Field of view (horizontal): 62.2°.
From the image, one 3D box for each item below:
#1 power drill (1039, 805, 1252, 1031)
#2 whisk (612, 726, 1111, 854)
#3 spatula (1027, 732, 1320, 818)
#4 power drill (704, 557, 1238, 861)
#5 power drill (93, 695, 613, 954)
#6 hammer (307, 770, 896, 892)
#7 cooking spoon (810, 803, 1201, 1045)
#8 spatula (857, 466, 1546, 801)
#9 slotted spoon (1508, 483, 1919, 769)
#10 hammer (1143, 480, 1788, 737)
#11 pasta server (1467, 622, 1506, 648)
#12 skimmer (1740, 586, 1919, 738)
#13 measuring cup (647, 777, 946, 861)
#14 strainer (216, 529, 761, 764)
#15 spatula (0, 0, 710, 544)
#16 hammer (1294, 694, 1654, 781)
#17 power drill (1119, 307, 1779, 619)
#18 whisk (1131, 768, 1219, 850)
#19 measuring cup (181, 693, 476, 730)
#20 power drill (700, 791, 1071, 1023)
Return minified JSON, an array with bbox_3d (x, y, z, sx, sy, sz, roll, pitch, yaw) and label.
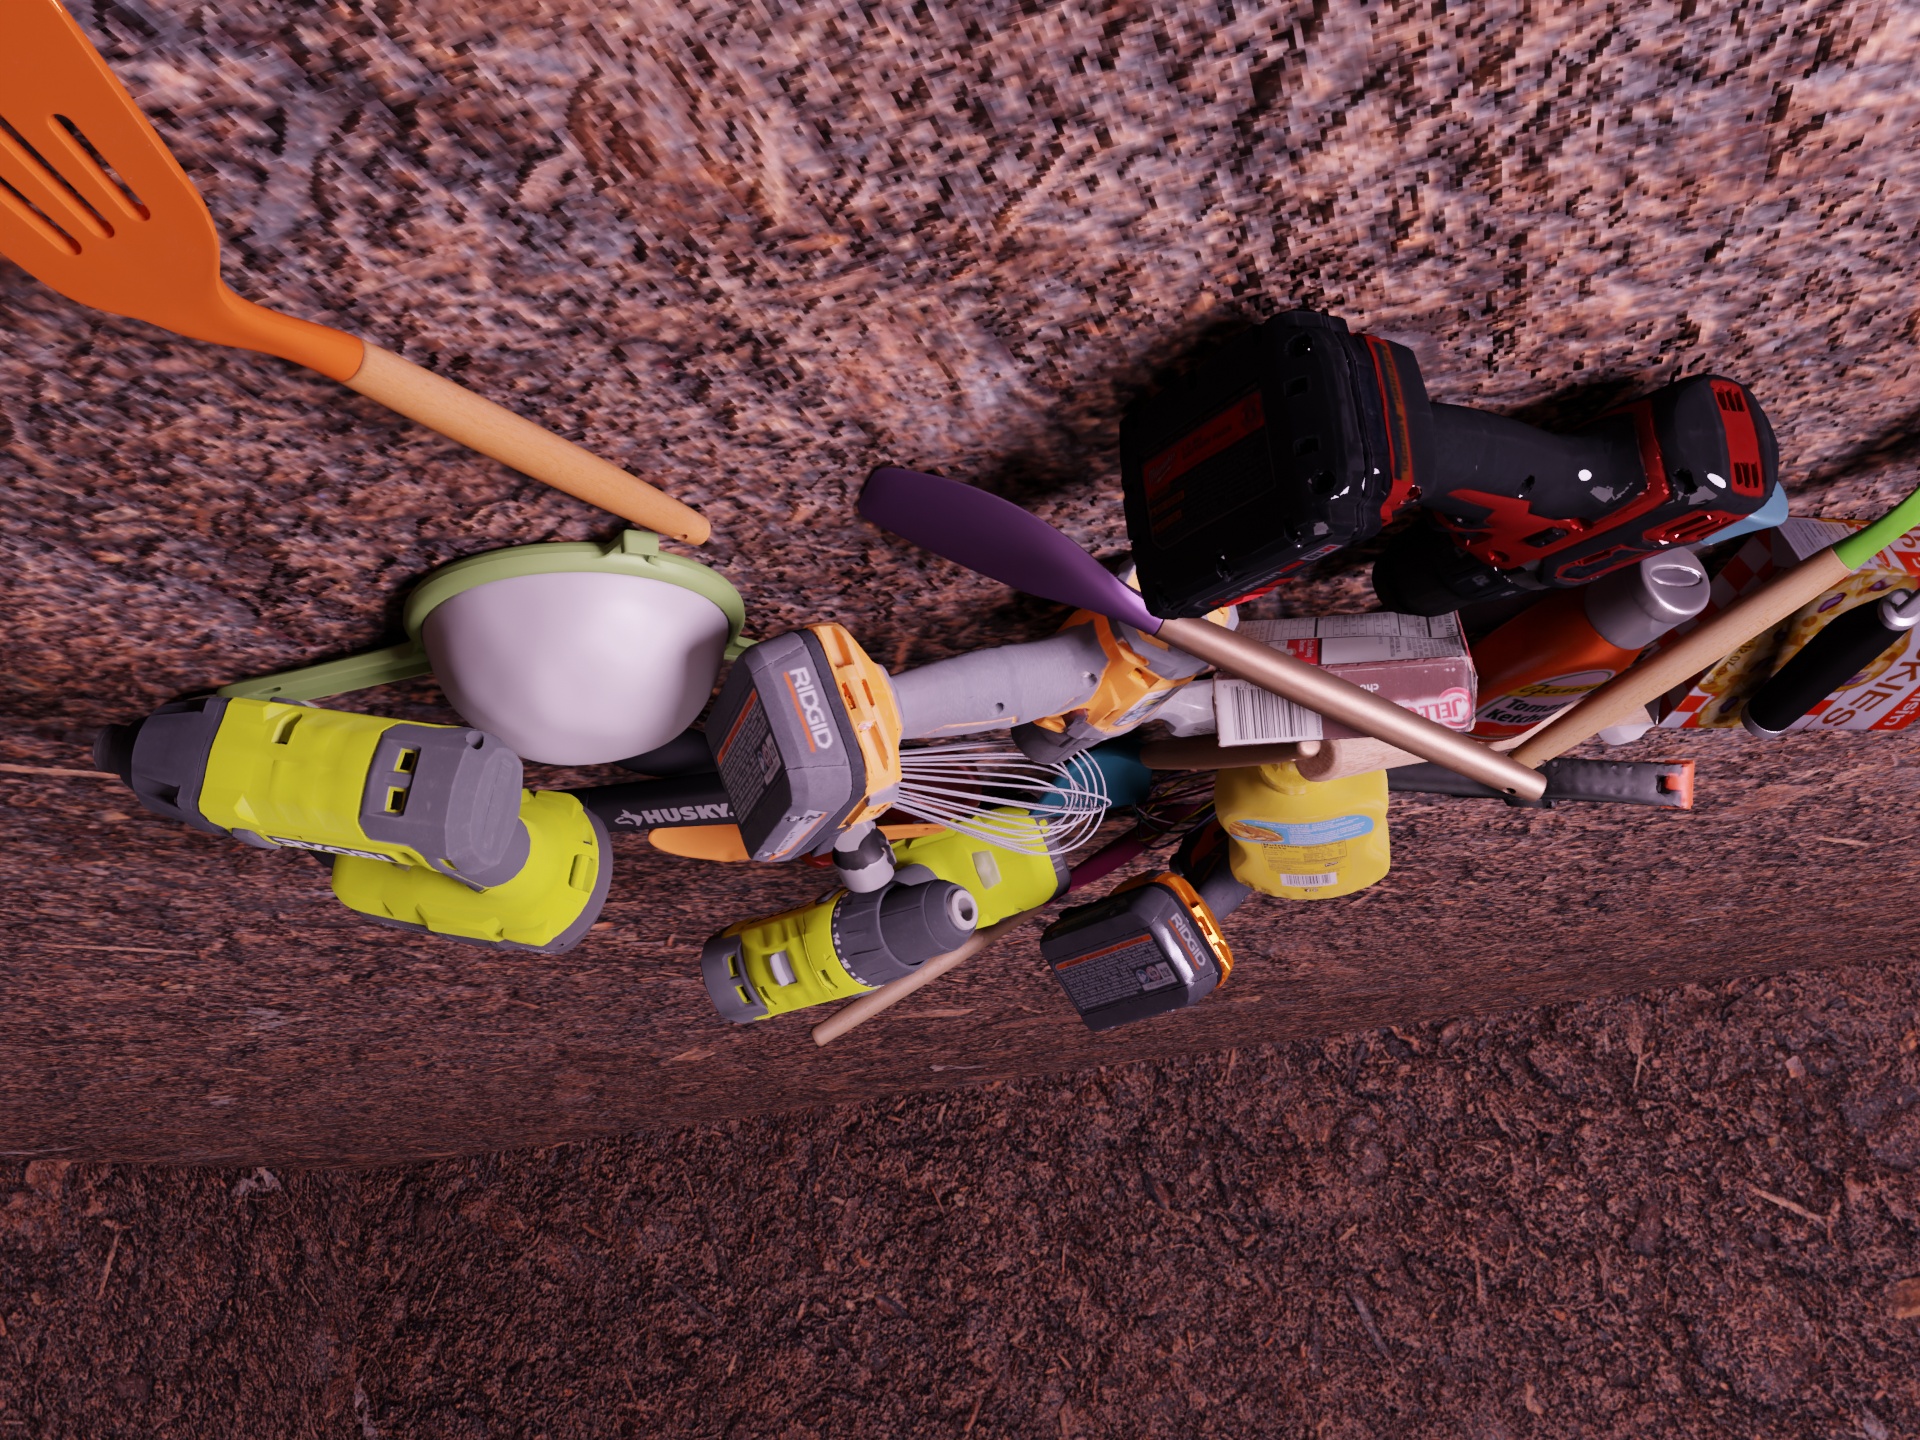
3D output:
[{"bbox_3d":[0.158,0.118,1.083,0.226,0.084,0.164,-33,-178,-41],"label":"power drill"},{"bbox_3d":[-0.057,0.030,0.881,0.284,0.070,0.070,7,160,-5],"label":"whisk"},{"bbox_3d":[0.119,0.029,0.873,0.082,0.044,0.317,-7,179,-15],"label":"spatula"},{"bbox_3d":[-0.001,-0.002,0.756,0.226,0.084,0.185,-16,167,-23],"label":"power drill"},{"bbox_3d":[-0.260,0.045,0.720,0.171,0.080,0.223,8,164,7],"label":"power drill"},{"bbox_3d":[-0.212,0.046,0.862,0.335,0.035,0.146,-6,133,17],"label":"hammer"},{"bbox_3d":[0.034,0.139,1.121,0.319,0.017,0.069,-31,180,-7],"label":"cooking spoon"},{"bbox_3d":[0.106,-0.033,0.658,0.316,0.018,0.059,24,155,-9],"label":"spatula"},{"bbox_3d":[0.379,-0.060,0.728,0.070,0.031,0.313,14,139,-36],"label":"slotted spoon"},{"bbox_3d":[0.240,-0.051,0.802,0.128,0.033,0.331,13,153,-42],"label":"hammer"},{"bbox_3d":[0.255,-0.004,0.938,0.060,0.040,0.316,-7,165,-31],"label":"pasta server"},{"bbox_3d":[0.436,-0.052,0.641,0.127,0.090,0.363,-29,160,-16],"label":"skimmer"},{"bbox_3d":[-0.096,0.045,0.937,0.173,0.052,0.095,-1,160,-7],"label":"measuring cup"},{"bbox_3d":[-0.221,-0.009,0.720,0.256,0.069,0.151,-11,161,10],"label":"strainer"},{"bbox_3d":[-0.176,-0.114,0.506,0.081,0.041,0.322,-15,164,23],"label":"spatula"},{"bbox_3d":[0.318,0.000,0.879,0.331,0.031,0.130,-7,169,-32],"label":"hammer"},{"bbox_3d":[0.174,-0.083,0.625,0.226,0.080,0.188,-1,168,-28],"label":"power drill"},{"bbox_3d":[0.182,0.028,0.997,0.047,0.051,0.245,-21,173,-35],"label":"whisk"},{"bbox_3d":[-0.319,0.019,0.819,0.167,0.038,0.083,5,158,-30],"label":"measuring cup"},{"bbox_3d":[-0.027,0.115,1.000,0.190,0.080,0.228,-21,180,35],"label":"power drill"}]
